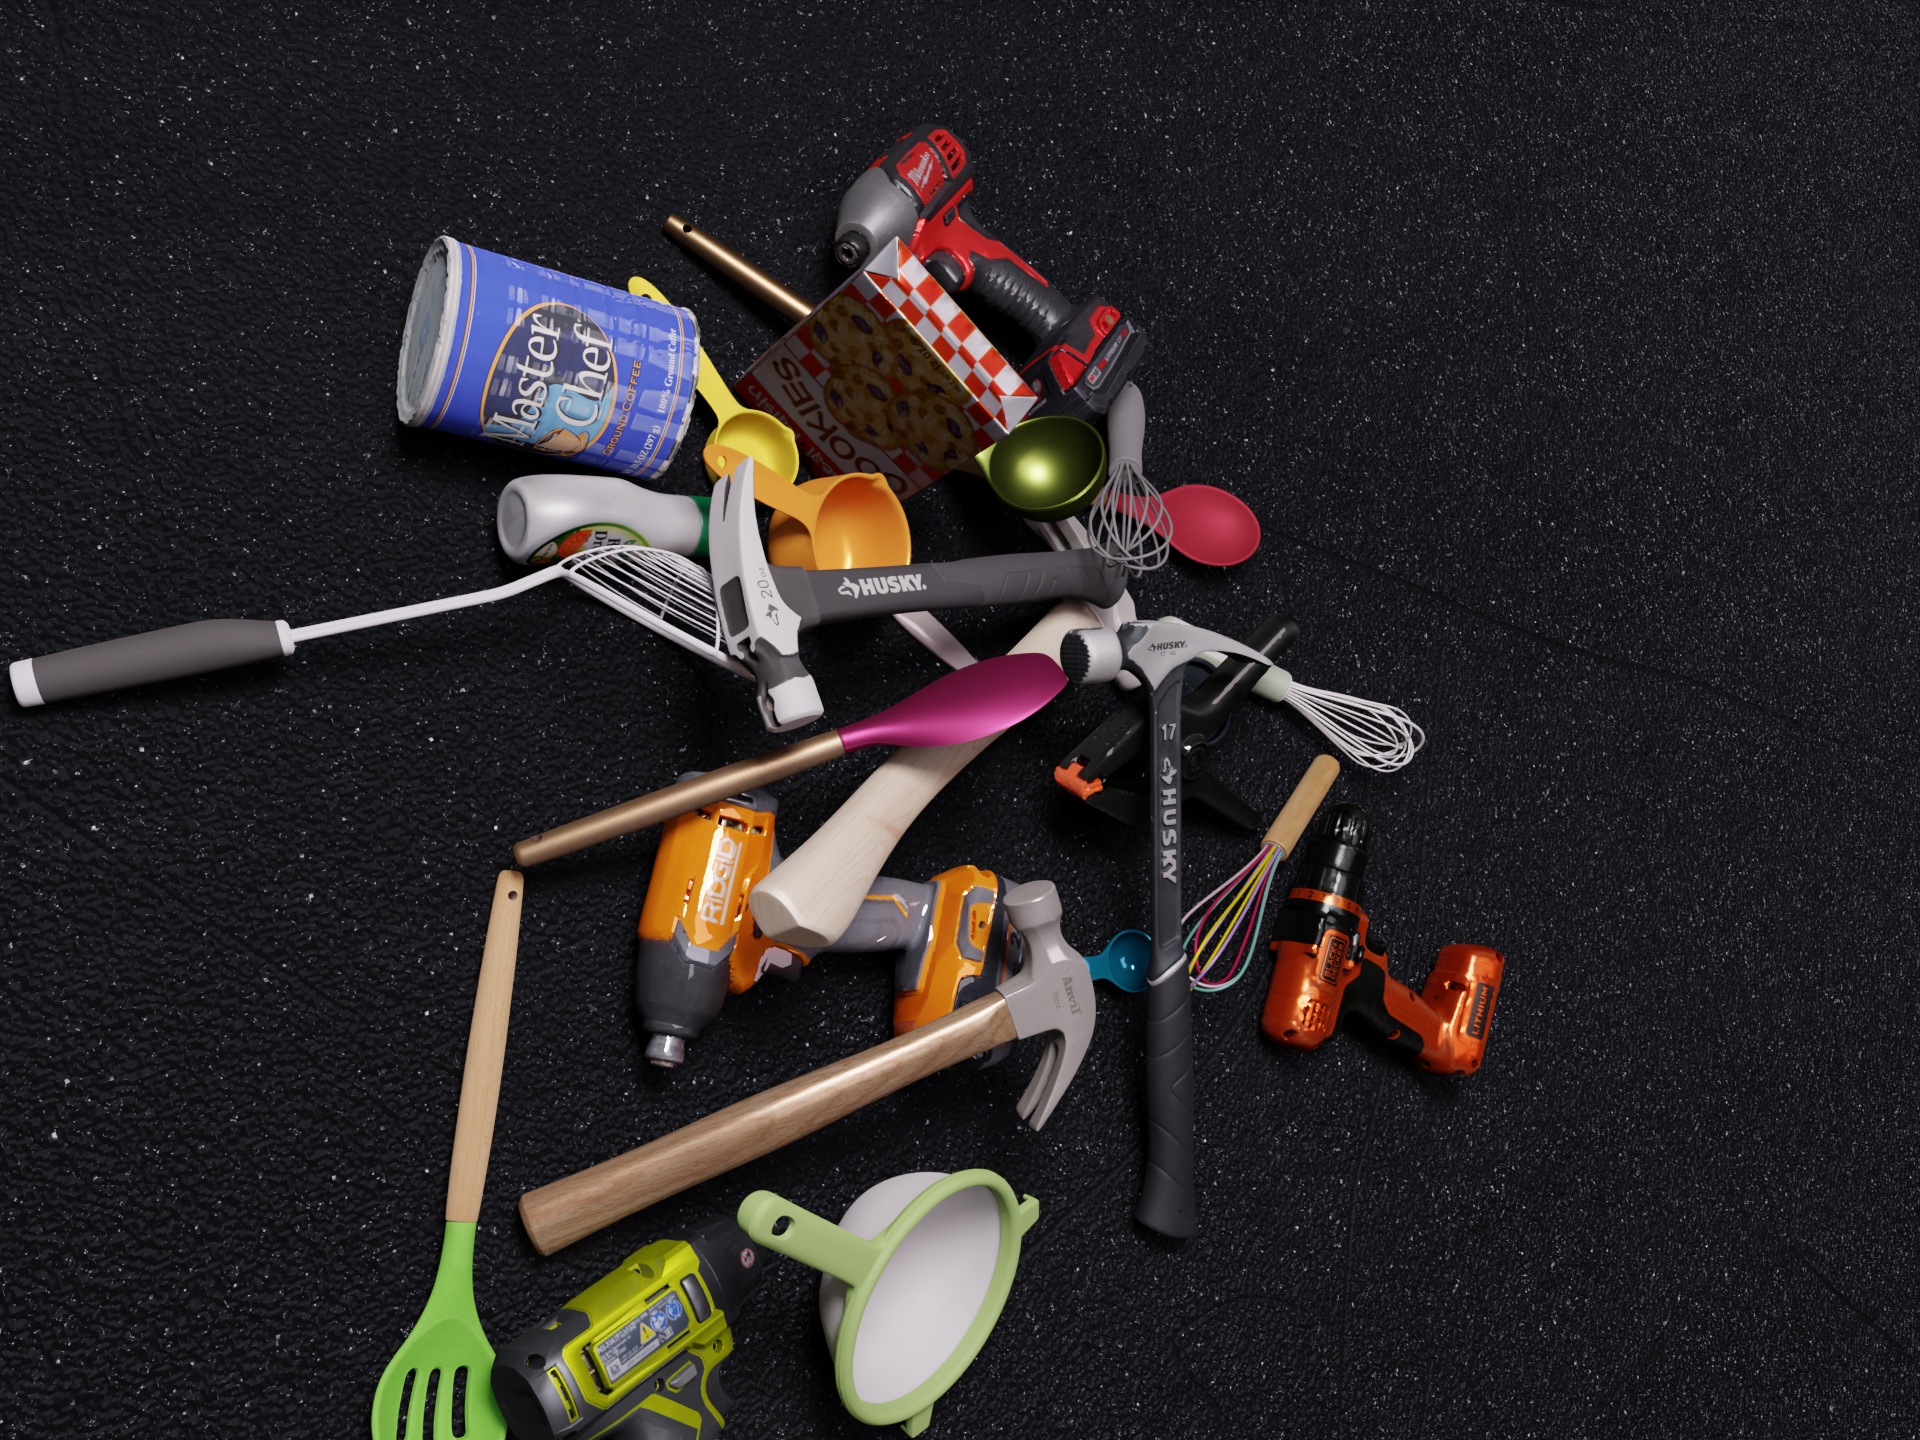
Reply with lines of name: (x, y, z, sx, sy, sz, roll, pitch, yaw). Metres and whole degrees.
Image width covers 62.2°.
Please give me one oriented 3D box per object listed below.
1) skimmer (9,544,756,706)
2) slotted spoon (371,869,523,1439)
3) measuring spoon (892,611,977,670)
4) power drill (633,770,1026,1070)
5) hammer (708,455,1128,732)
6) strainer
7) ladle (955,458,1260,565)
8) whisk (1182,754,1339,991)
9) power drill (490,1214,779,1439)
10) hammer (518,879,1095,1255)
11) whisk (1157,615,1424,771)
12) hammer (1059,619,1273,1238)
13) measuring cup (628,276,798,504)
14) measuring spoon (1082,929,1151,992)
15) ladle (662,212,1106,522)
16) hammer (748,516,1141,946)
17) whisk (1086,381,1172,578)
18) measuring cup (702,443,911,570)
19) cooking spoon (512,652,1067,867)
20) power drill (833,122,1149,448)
skimmer: (-0.283, -0.027, 0.833, 0.363, 0.127, 0.090, -14, 105, -23)
slotted spoon: (-0.253, 0.233, 0.826, 0.070, 0.031, 0.314, 16, 70, -36)
measuring spoon: (-0.004, -0.048, 1.048, 0.124, 0.018, 0.034, 41, 62, -18)
power drill: (-0.078, 0.138, 0.927, 0.226, 0.084, 0.164, 20, 70, -23)
hammer: (-0.010, -0.086, 0.951, 0.334, 0.035, 0.146, -11, 78, -47)
strainer: (-0.060, 0.291, 0.872, 0.151, 0.069, 0.256, -60, 140, -14)
ladle: (0.079, -0.162, 1.121, 0.315, 0.031, 0.069, 11, 61, -28)
whisk: (0.217, 0.106, 1.137, 0.245, 0.051, 0.047, -49, 126, -35)
power drill: (-0.127, 0.386, 0.840, 0.171, 0.080, 0.223, -25, 91, -46)
hammer: (-0.077, 0.209, 0.873, 0.331, 0.031, 0.130, -22, 105, -13)
whisk: (0.246, -0.022, 1.185, 0.246, 0.059, 0.058, 23, 56, -21)
hammer: (0.136, 0.138, 1.024, 0.149, 0.036, 0.409, -7, 100, -31)
measuring cup: (-0.159, -0.201, 0.979, 0.062, 0.029, 0.156, -40, 99, -32)
measuring spoon: (0.073, 0.167, 1.057, 0.128, 0.021, 0.042, -6, 82, -24)
ladle: (-0.047, -0.229, 1.007, 0.320, 0.062, 0.078, 33, 69, -9)
hammer: (-0.002, -0.003, 0.968, 0.146, 0.038, 0.411, 56, 42, -8)
whisk: (0.115, -0.171, 1.081, 0.055, 0.055, 0.239, 35, 34, -22)
measuring cup: (-0.104, -0.121, 0.954, 0.173, 0.052, 0.095, 28, 70, -45)
cooking spoon: (-0.091, 0.021, 0.880, 0.319, 0.069, 0.017, -20, 126, -11)
power drill: (0.013, -0.286, 1.067, 0.219, 0.078, 0.143, 44, 48, -13)
